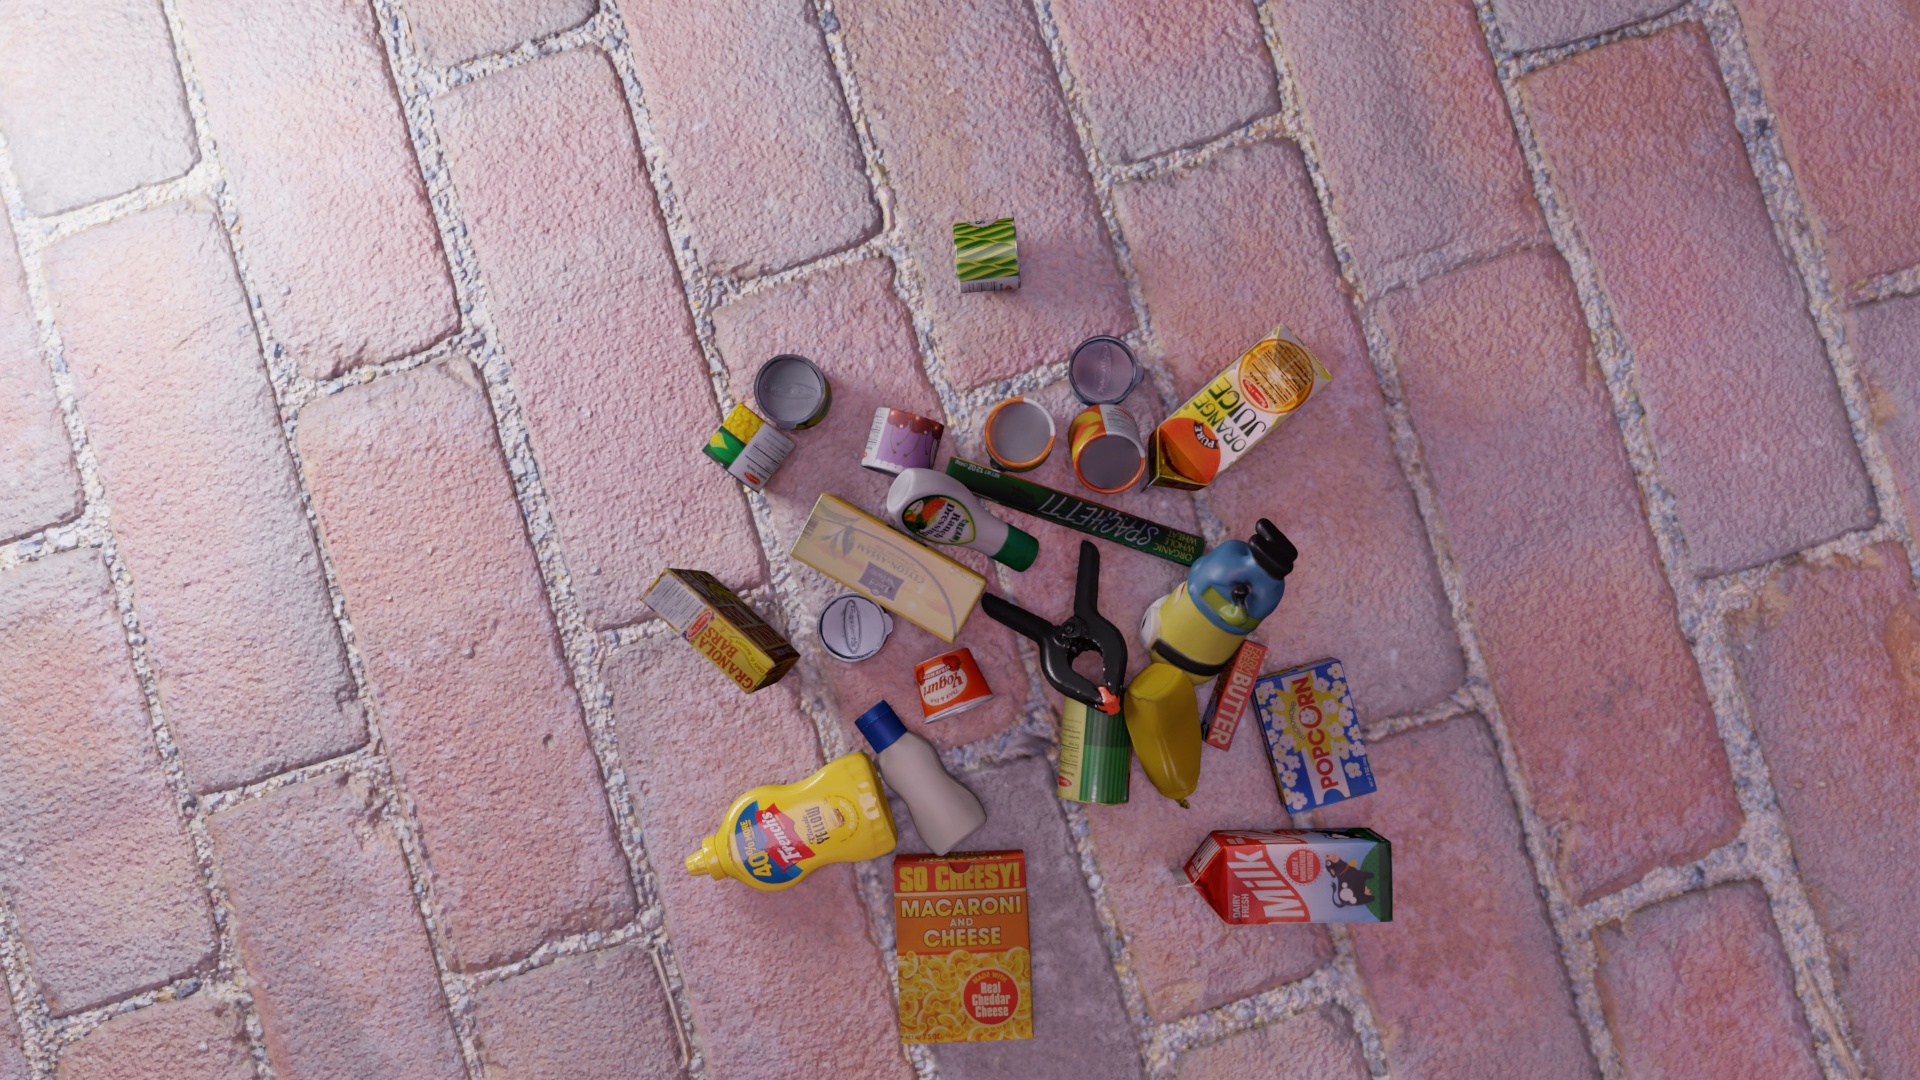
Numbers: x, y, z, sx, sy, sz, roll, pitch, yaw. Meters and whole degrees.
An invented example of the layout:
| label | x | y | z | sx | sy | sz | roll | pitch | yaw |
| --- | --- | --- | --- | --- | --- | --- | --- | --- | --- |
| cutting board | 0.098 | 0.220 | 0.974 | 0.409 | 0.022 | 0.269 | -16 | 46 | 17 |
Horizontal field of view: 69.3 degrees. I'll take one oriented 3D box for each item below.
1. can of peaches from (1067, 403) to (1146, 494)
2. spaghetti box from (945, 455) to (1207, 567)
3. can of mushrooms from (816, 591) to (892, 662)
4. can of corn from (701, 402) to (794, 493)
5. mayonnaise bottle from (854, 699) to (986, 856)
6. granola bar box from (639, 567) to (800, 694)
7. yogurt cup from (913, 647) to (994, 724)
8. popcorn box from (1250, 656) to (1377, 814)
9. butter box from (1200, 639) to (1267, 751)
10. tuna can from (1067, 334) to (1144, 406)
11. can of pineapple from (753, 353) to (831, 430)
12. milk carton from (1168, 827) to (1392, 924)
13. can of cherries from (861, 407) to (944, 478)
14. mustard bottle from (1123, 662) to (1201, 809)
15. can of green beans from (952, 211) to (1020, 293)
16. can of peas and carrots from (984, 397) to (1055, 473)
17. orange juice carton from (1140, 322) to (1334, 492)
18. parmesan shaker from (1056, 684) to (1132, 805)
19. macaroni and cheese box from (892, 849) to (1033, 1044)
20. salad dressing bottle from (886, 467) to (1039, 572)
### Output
| label | x | y | z | sx | sy | sz | roll | pitch | yaw |
| --- | --- | --- | --- | --- | --- | --- | --- | --- | --- |
| can of peaches | 0.133 | -0.082 | 1.279 | 0.071 | 0.058 | 0.071 | -1 | 121 | -2 |
| spaghetti box | 0.106 | -0.026 | 1.293 | 0.250 | 0.050 | 0.028 | 18 | 88 | 2 |
| can of mushrooms | -0.097 | 0.081 | 1.302 | 0.071 | 0.033 | 0.071 | 0 | 88 | 1 |
| can of corn | -0.199 | -0.088 | 1.295 | 0.071 | 0.071 | 0.058 | 38 | 89 | 2 |
| mayonnaise bottle | -0.041 | 0.217 | 1.293 | 0.065 | 0.041 | 0.148 | -37 | 87 | -3 |
| granola bar box | -0.209 | 0.078 | 1.239 | 0.124 | 0.165 | 0.039 | 41 | 89 | 2 |
| yogurt cup | -0.009 | 0.133 | 1.285 | 0.072 | 0.072 | 0.054 | -21 | 80 | 1 |
| popcorn box | 0.325 | 0.180 | 1.288 | 0.085 | 0.038 | 0.126 | -15 | 88 | 0 |
| butter box | 0.250 | 0.141 | 1.283 | 0.024 | 0.053 | 0.103 | 21 | 89 | 0 |
| tuna can | 0.136 | -0.158 | 1.306 | 0.071 | 0.033 | 0.071 | 0 | 88 | 1 |
| can of pineapple | -0.157 | -0.136 | 1.298 | 0.071 | 0.058 | 0.071 | 0 | 88 | 2 |
| milk carton | 0.289 | 0.305 | 1.267 | 0.191 | 0.072 | 0.073 | -1 | 89 | 1 |
| can of cherries | -0.051 | -0.087 | 1.292 | 0.071 | 0.071 | 0.058 | 15 | 88 | 2 |
| mustard bottle | 0.189 | 0.188 | 1.264 | 0.065 | 0.049 | 0.159 | -37 | 128 | -31 |
| can of green beans | 0.024 | -0.266 | 1.295 | 0.058 | 0.071 | 0.071 | -5 | 88 | 2 |
| can of peas and carrots | 0.053 | -0.096 | 1.293 | 0.071 | 0.058 | 0.071 | 0 | 88 | 2 |
| orange juice carton | 0.242 | -0.109 | 1.283 | 0.193 | 0.072 | 0.073 | -40 | 88 | -1 |
| parmesan shaker | 0.127 | 0.186 | 1.275 | 0.071 | 0.071 | 0.103 | 5 | 88 | 1 |
| macaroni and cheese box | 0.003 | 0.375 | 1.287 | 0.124 | 0.040 | 0.166 | -3 | 88 | 0 |
| salad dressing bottle | 0.005 | -0.016 | 1.270 | 0.147 | 0.044 | 0.064 | 26 | 121 | -26 |
